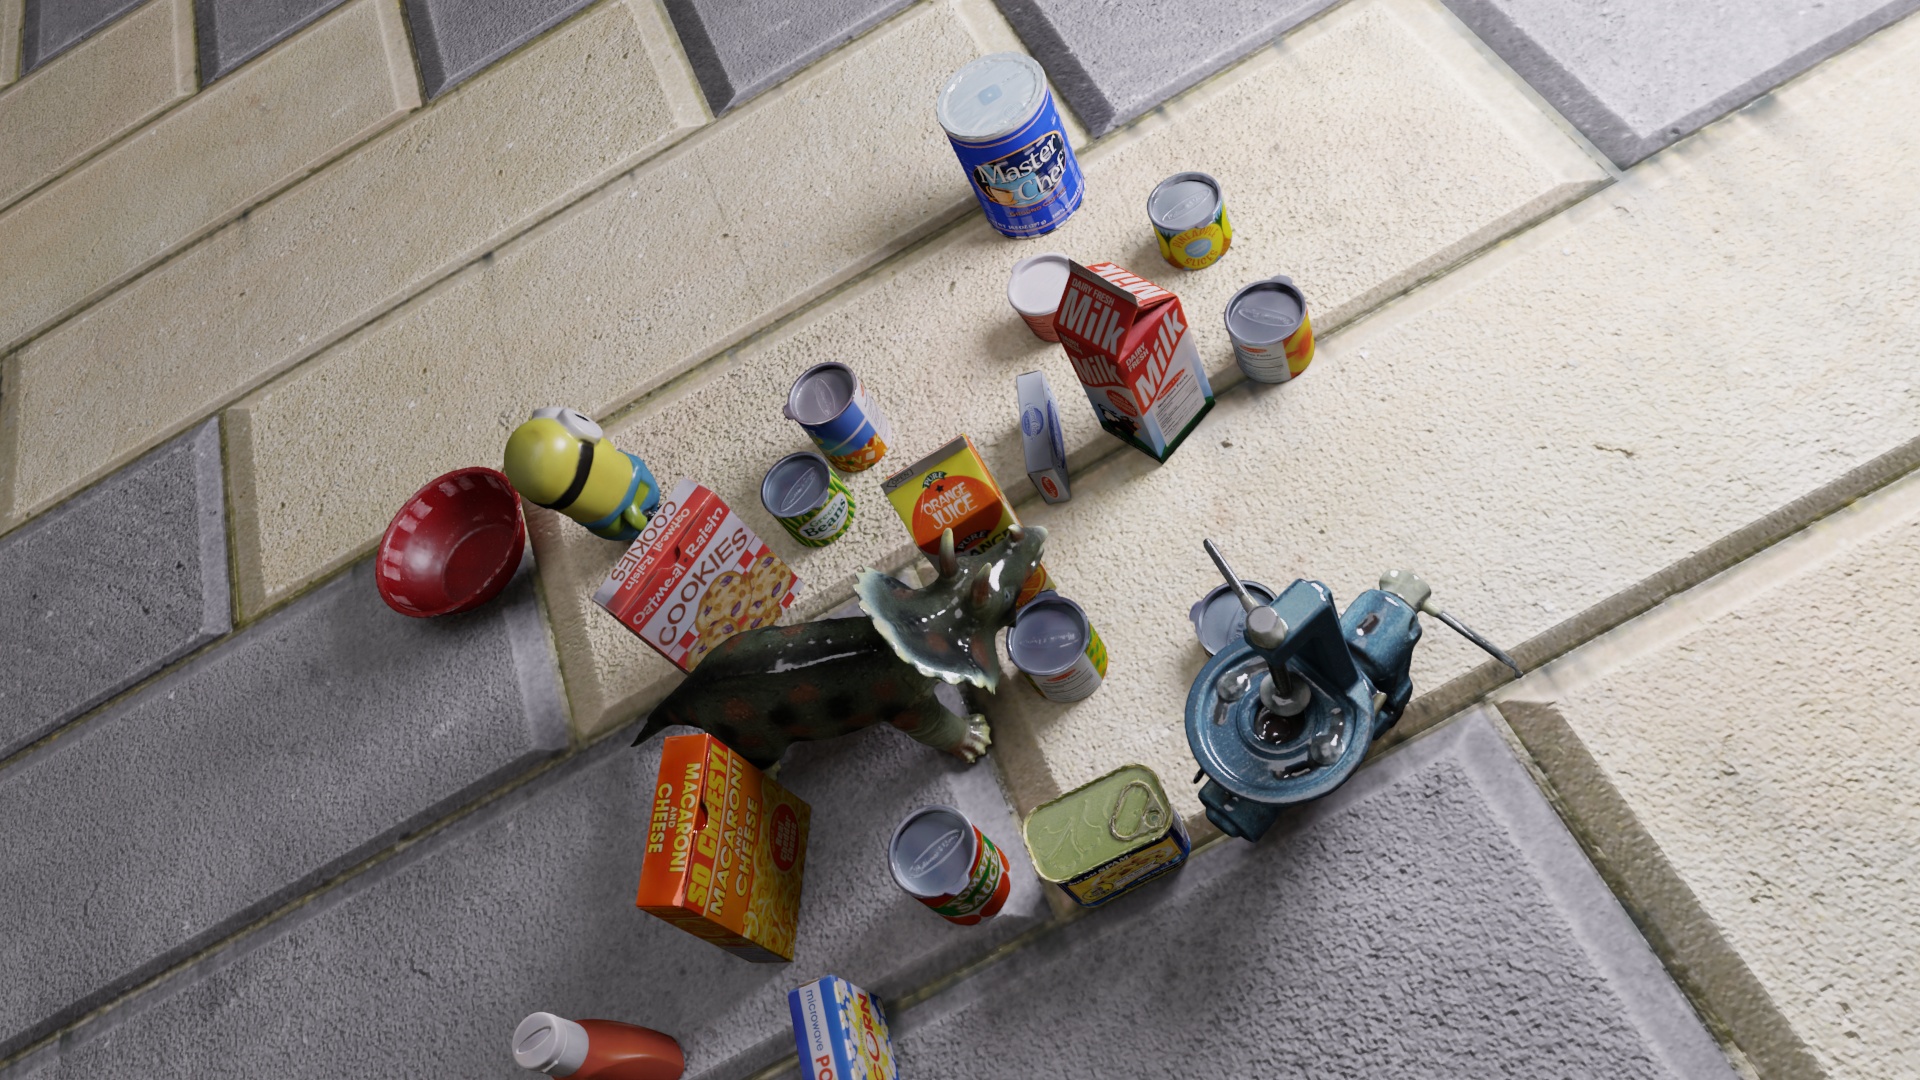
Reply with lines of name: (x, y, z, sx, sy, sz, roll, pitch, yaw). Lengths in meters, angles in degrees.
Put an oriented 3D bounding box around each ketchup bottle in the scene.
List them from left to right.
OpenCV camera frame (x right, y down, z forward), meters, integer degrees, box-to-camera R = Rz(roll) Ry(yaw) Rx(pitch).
ketchup bottle: (-0.257, 0.366, 0.981, 0.065, 0.148, 0.044, -35, 55, 1)

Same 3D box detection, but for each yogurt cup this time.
yogurt cup: (0.081, -0.214, 1.238, 0.072, 0.053, 0.073, -10, 58, 17)

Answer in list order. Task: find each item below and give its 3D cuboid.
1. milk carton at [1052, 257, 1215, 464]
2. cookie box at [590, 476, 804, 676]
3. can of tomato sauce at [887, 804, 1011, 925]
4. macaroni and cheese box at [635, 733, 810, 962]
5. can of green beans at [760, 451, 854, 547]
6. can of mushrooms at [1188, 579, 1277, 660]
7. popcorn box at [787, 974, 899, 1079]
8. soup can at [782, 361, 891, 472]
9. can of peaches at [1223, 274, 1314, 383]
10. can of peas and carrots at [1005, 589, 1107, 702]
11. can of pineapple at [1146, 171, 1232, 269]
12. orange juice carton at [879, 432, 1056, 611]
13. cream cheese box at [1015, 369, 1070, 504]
milk carton: (0.135, -0.149, 1.095, 0.072, 0.190, 0.073, 36, 80, 34)
cookie box: (-0.210, 0.042, 1.138, 0.040, 0.167, 0.123, 25, 74, 32)
can of tomato sauce: (-0.005, 0.235, 0.995, 0.071, 0.083, 0.071, -10, 59, 17)
macaroni and cheese box: (-0.167, 0.227, 1.014, 0.040, 0.166, 0.124, -7, 60, 19)
can of green beans: (-0.133, -0.035, 1.219, 0.071, 0.057, 0.071, -10, 59, 17)
can of mushrooms: (0.208, 0.065, 1.037, 0.071, 0.033, 0.071, -10, 58, 17)
popcorn box: (-0.073, 0.368, 0.943, 0.038, 0.085, 0.127, -23, 56, 9)
soup can: (-0.109, -0.108, 1.236, 0.071, 0.083, 0.071, -10, 59, 17)
can of peaches: (0.256, -0.173, 1.141, 0.071, 0.058, 0.071, -10, 59, 17)
can of peas and carrots: (0.074, 0.082, 1.066, 0.071, 0.058, 0.071, -10, 59, 17)
can of pineapple: (0.203, -0.280, 1.225, 0.071, 0.057, 0.071, -10, 59, 17)
orange juice carton: (0.004, -0.013, 1.068, 0.072, 0.192, 0.073, -30, 55, 4)
cream cheese box: (0.070, -0.087, 1.169, 0.024, 0.053, 0.104, -14, 57, 15)
